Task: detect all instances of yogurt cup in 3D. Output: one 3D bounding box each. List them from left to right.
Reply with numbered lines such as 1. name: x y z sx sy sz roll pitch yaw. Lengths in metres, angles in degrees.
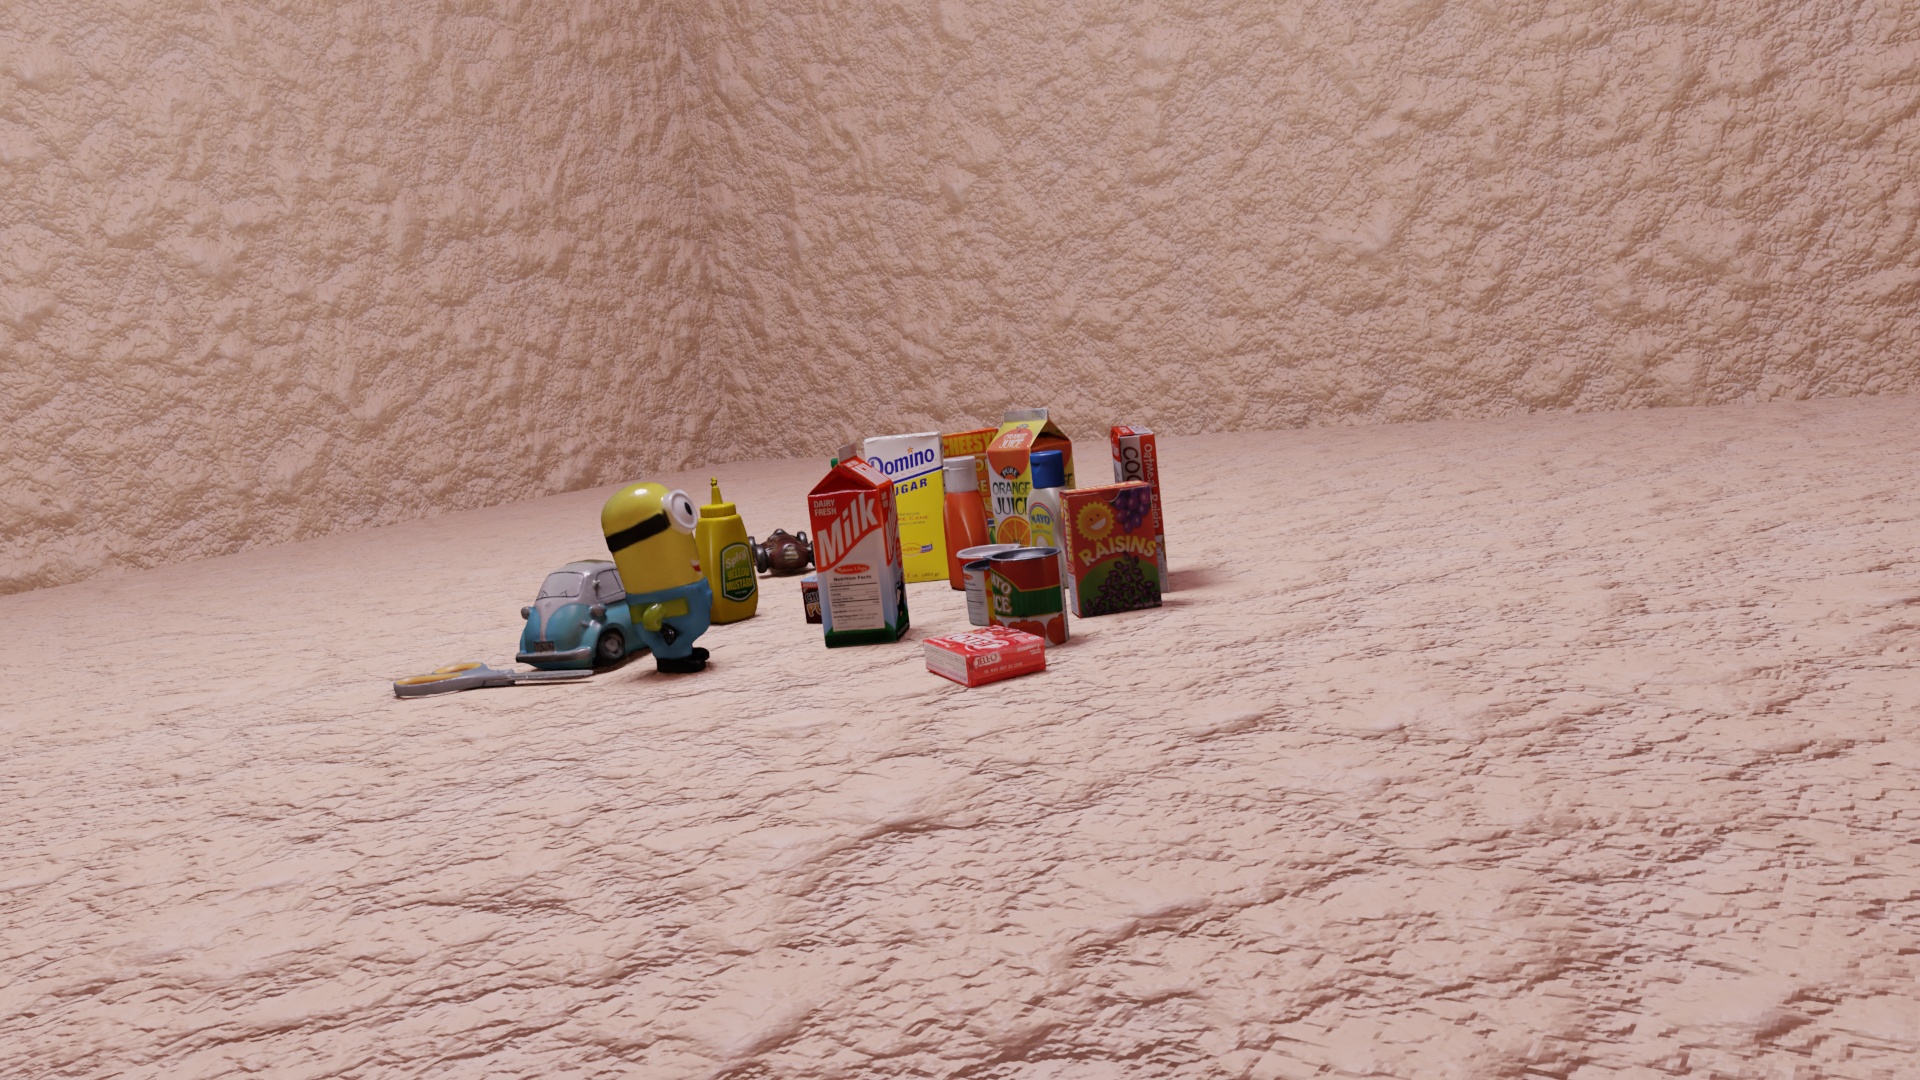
1. yogurt cup: 0.032 0.036 1.497 0.072 0.054 0.072 -6 8 1

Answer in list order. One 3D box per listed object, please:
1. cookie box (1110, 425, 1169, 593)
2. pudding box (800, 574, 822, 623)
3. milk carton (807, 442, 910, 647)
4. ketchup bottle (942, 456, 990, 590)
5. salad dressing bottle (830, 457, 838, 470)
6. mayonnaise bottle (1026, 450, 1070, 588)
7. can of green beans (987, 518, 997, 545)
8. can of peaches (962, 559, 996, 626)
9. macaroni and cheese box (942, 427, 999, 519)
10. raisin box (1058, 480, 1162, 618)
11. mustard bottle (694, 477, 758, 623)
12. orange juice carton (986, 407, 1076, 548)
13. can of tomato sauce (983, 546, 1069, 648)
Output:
1. cookie box: 0.187 -0.035 1.469 0.040 0.167 0.123 -6 7 3
2. pudding box: -0.124 0.061 1.458 0.083 0.049 0.030 -2 9 29
3. milk carton: -0.100 0.002 1.348 0.073 0.190 0.072 -5 7 9
4. ketchup bottle: 0.006 -0.020 1.569 0.044 0.148 0.064 -11 8 -30
5. salad dressing bottle: -0.141 -0.035 1.799 0.044 0.147 0.064 -1 9 36
6. mayonnaise bottle: 0.100 -0.023 1.523 0.041 0.147 0.064 -12 9 -38
7. can of green beans: 0.043 0.005 1.690 0.071 0.057 0.071 -6 8 1
8. can of peaches: 0.040 0.050 1.376 0.071 0.058 0.071 -6 8 1
9. macaroni and cheese box: -0.006 -0.051 1.740 0.124 0.166 0.040 -10 8 -23
10. raisin box: 0.146 0.008 1.354 0.086 0.123 0.040 -7 7 -8
11. mustard bottle: -0.263 0.010 1.531 0.049 0.160 0.065 0 10 42
12. orange juice carton: 0.085 -0.057 1.615 0.073 0.192 0.072 -13 10 -42
13. can of tomato sauce: 0.060 0.052 1.253 0.071 0.083 0.071 -6 8 1
